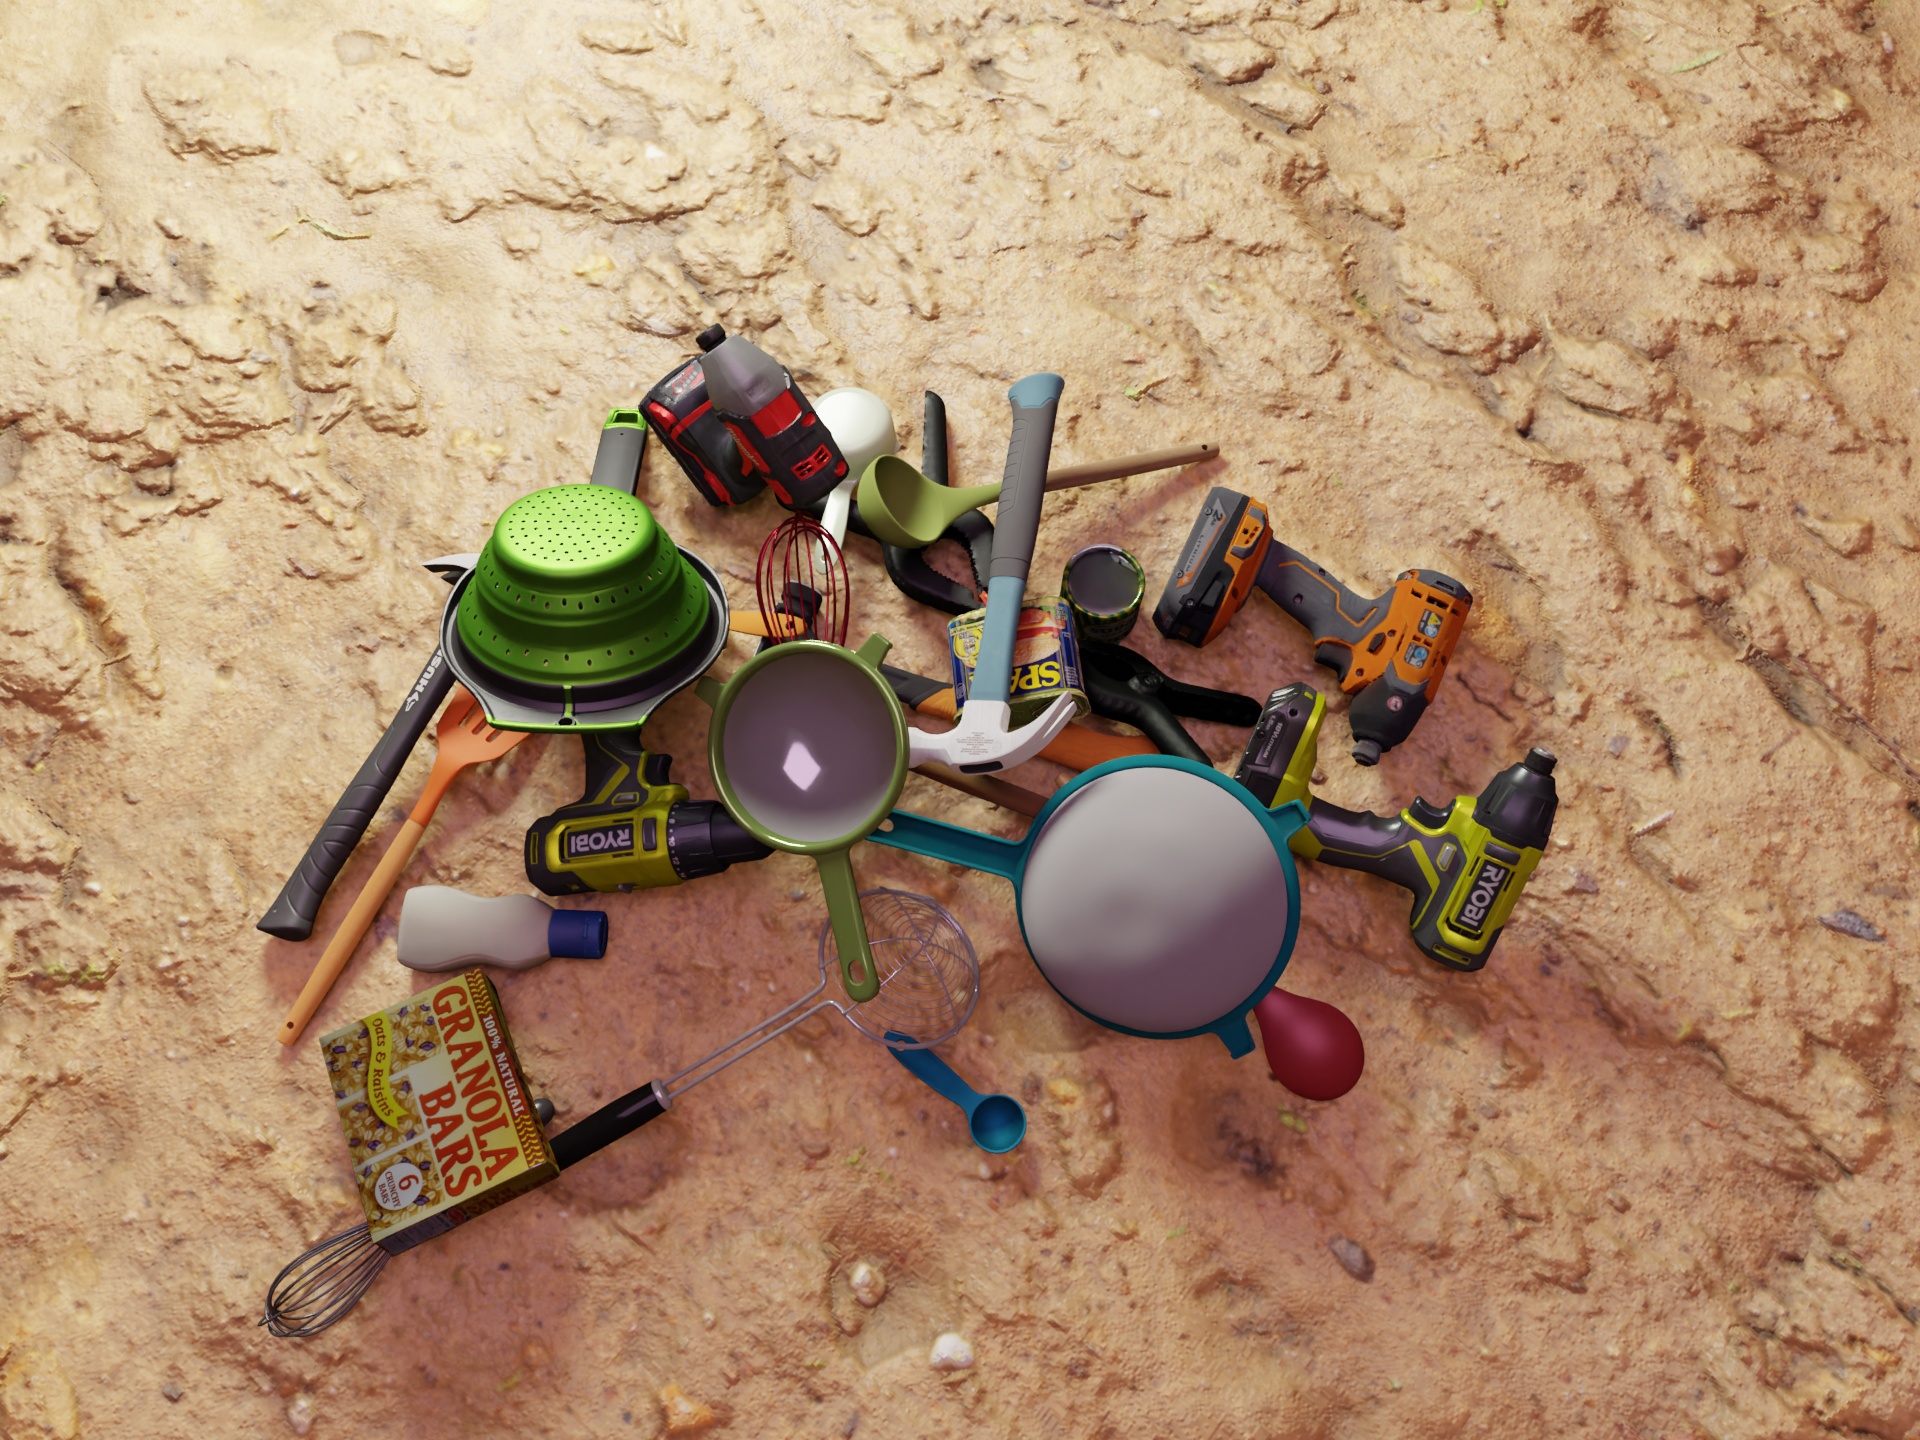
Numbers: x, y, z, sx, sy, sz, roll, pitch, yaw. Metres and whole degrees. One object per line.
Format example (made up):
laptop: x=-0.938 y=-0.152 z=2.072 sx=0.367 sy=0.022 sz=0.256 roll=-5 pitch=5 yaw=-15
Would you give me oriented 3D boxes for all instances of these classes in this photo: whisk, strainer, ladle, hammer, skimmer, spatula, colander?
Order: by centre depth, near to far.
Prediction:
whisk: x=-0.388 y=0.348 z=1.123 sx=0.239 sy=0.055 sz=0.055 roll=-38 pitch=76 yaw=-16
strainer: x=-0.087 y=0.070 z=1.134 sx=0.151 sy=0.069 sz=0.256 roll=-13 pitch=89 yaw=16
strainer: x=0.070 y=0.118 z=1.142 sx=0.340 sy=0.095 sz=0.211 roll=14 pitch=99 yaw=15
skimmer: x=-0.156 y=0.245 z=1.167 sx=0.363 sy=0.090 sz=0.127 roll=-30 pitch=72 yaw=1
ladle: x=0.180 y=0.156 z=1.175 sx=0.069 sy=0.031 sz=0.315 roll=-43 pitch=84 yaw=-2
colander: x=-0.270 y=-0.155 z=1.177 sx=0.204 sy=0.094 sz=0.398 roll=0 pitch=42 yaw=-4
hammer: x=0.036 y=-0.116 z=1.192 sx=0.128 sy=0.033 sz=0.331 roll=3 pitch=68 yaw=16
whisk: x=-0.109 y=-0.012 z=1.197 sx=0.073 sy=0.073 sz=0.296 roll=-6 pitch=95 yaw=-2
spatula: x=-0.425 y=0.102 z=1.217 sx=0.081 sy=0.041 sz=0.323 roll=27 pitch=77 yaw=8
hammer: x=-0.436 y=0.019 z=1.218 sx=0.146 sy=0.035 sz=0.335 roll=22 pitch=78 yaw=39
hammer: x=-0.002 y=-0.004 z=1.248 sx=0.337 sy=0.034 sz=0.127 roll=18 pitch=71 yaw=5
ladle: x=0.069 y=-0.197 z=1.277 sx=0.320 sy=0.062 sz=0.078 roll=-13 pitch=73 yaw=-17

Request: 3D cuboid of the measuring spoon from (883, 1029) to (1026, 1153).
measuring spoon: x=-0.005 y=0.270 z=1.169 sx=0.129 sy=0.021 sz=0.042 roll=35 pitch=75 yaw=20

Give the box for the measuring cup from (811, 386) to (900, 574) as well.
measuring cup: x=-0.097 y=-0.196 z=1.274 sx=0.083 sy=0.038 sz=0.168 roll=6 pitch=64 yaw=6

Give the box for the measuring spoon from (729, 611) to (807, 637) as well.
measuring spoon: x=-0.170 y=-0.080 z=1.258 sx=0.117 sy=0.011 sz=0.021 roll=8 pitch=69 yaw=30

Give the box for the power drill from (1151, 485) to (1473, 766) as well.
power drill: x=0.271 y=-0.072 z=1.250 sx=0.226 sy=0.084 sz=0.164 roll=25 pitch=74 yaw=4

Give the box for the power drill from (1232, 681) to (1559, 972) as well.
power drill: x=0.315 y=0.066 z=1.176 sx=0.223 sy=0.080 sz=0.171 roll=23 pitch=107 yaw=8

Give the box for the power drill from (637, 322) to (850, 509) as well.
power drill: x=-0.170 y=-0.230 z=1.214 sx=0.078 sy=0.220 sz=0.143 roll=-41 pitch=110 yaw=-13

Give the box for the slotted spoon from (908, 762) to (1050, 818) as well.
slotted spoon: x=0.062 y=0.069 z=1.211 sx=0.314 sy=0.031 sz=0.070 roll=21 pitch=78 yaw=2

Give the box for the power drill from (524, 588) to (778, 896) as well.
power drill: x=-0.230 y=0.015 z=1.205 sx=0.190 sy=0.080 sz=0.229 roll=-8 pitch=72 yaw=11
